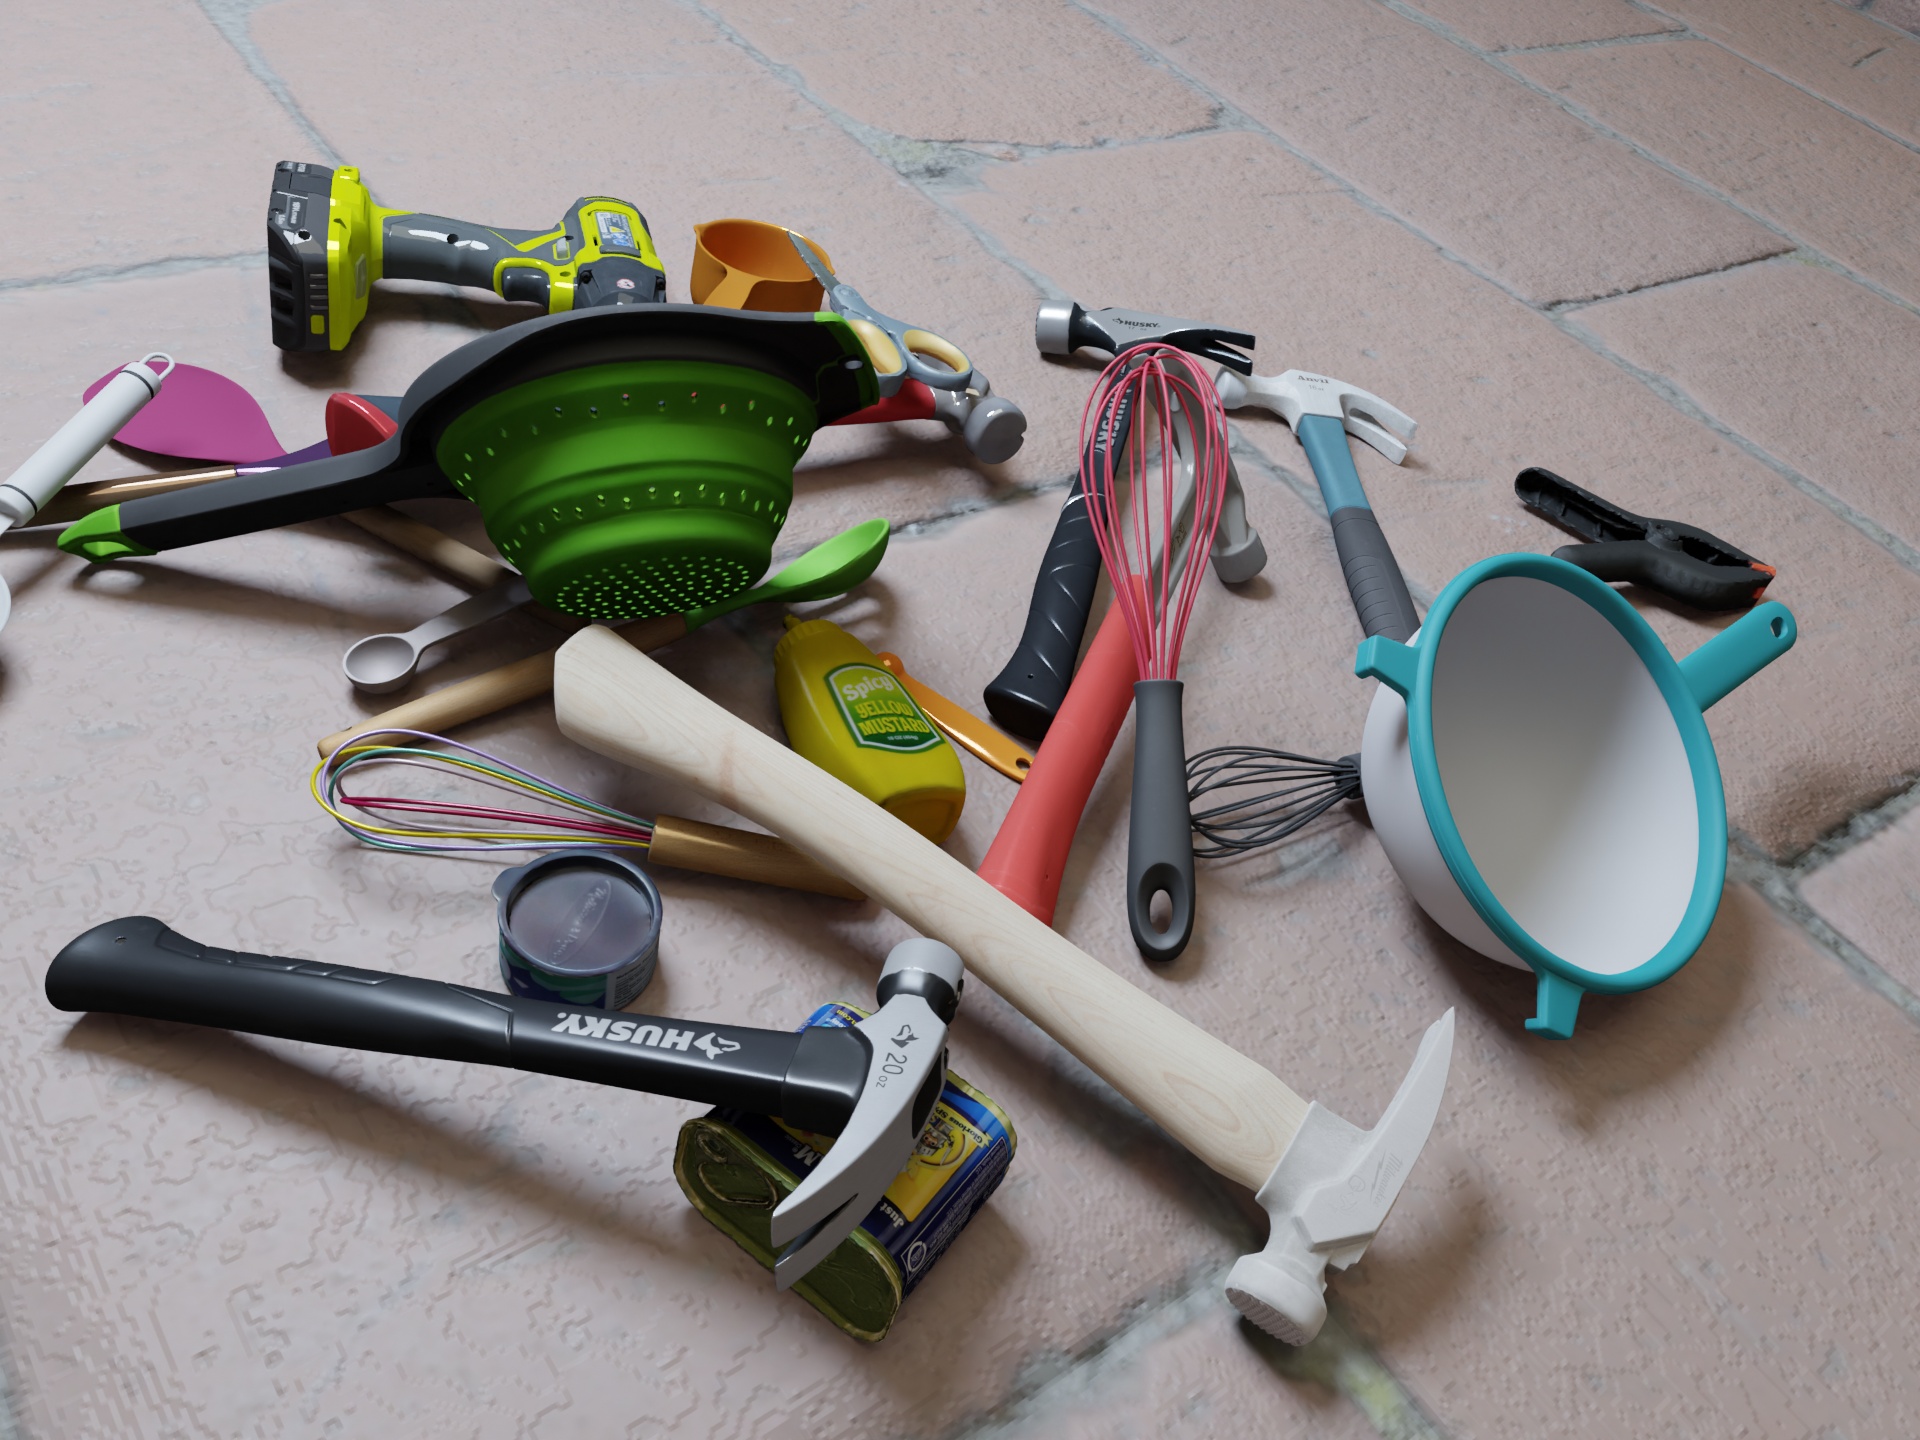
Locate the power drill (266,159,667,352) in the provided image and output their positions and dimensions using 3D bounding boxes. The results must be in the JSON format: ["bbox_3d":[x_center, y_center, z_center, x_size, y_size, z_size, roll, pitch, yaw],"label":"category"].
[{"bbox_3d":[-0.291,-0.267,0.952,0.223,0.080,0.171,0,38,-19],"label":"power drill"}]

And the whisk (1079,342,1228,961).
[{"bbox_3d":[0.092,-0.036,0.748,0.073,0.073,0.296,2,81,-14],"label":"whisk"}]

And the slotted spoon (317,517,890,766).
[{"bbox_3d":[-0.163,-0.040,0.791,0.314,0.031,0.070,-24,16,-30],"label":"slotted spoon"}]

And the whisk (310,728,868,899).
[{"bbox_3d":[-0.157,0.050,0.694,0.245,0.051,0.047,12,8,-11],"label":"whisk"}]

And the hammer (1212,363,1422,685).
[{"bbox_3d":[0.245,-0.116,0.986,0.128,0.033,0.331,5,44,-9],"label":"hammer"}]

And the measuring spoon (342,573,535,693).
[{"bbox_3d":[-0.242,-0.045,0.777,0.034,0.018,0.124,36,52,29],"label":"measuring spoon"}]

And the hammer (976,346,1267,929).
[{"bbox_3d":[0.076,-0.038,0.806,0.037,0.149,0.359,-8,37,35],"label":"hammer"}]

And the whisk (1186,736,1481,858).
[{"bbox_3d":[0.200,0.026,0.817,0.239,0.055,0.055,-11,49,-31],"label":"whisk"}]

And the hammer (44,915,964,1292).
[{"bbox_3d":[-0.174,0.114,0.573,0.335,0.035,0.146,6,31,10],"label":"hammer"}]

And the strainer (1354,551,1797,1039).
[{"bbox_3d":[0.313,0.010,0.810,0.340,0.095,0.211,-25,88,-36],"label":"strainer"}]

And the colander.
[{"bbox_3d":[-0.228,-0.089,0.743,0.397,0.204,0.094,-11,79,5],"label":"colander"}]

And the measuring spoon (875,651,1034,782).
[{"bbox_3d":[-0.001,-0.003,0.813,0.117,0.011,0.021,36,47,20],"label":"measuring spoon"}]

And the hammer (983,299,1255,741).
[{"bbox_3d":[0.083,-0.135,0.945,0.149,0.036,0.409,7,44,11],"label":"hammer"}]

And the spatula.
[{"bbox_3d":[-0.390,-0.116,0.799,0.316,0.018,0.060,-12,53,-20],"label":"spatula"}]

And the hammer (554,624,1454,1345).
[{"bbox_3d":[0.003,0.072,0.664,0.411,0.038,0.146,33,65,12],"label":"hammer"}]

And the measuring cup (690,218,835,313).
[{"bbox_3d":[-0.139,-0.258,1.001,0.095,0.052,0.174,18,39,-1],"label":"measuring cup"}]

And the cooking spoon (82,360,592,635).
[{"bbox_3d":[-0.328,-0.117,0.835,0.319,0.017,0.069,27,52,12],"label":"cooking spoon"}]

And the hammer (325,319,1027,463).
[{"bbox_3d":[-0.156,-0.181,0.891,0.386,0.038,0.143,-10,40,-33],"label":"hammer"}]

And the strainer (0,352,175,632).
[{"bbox_3d":[-0.444,-0.092,0.738,0.087,0.050,0.259,23,52,-1],"label":"strainer"}]
